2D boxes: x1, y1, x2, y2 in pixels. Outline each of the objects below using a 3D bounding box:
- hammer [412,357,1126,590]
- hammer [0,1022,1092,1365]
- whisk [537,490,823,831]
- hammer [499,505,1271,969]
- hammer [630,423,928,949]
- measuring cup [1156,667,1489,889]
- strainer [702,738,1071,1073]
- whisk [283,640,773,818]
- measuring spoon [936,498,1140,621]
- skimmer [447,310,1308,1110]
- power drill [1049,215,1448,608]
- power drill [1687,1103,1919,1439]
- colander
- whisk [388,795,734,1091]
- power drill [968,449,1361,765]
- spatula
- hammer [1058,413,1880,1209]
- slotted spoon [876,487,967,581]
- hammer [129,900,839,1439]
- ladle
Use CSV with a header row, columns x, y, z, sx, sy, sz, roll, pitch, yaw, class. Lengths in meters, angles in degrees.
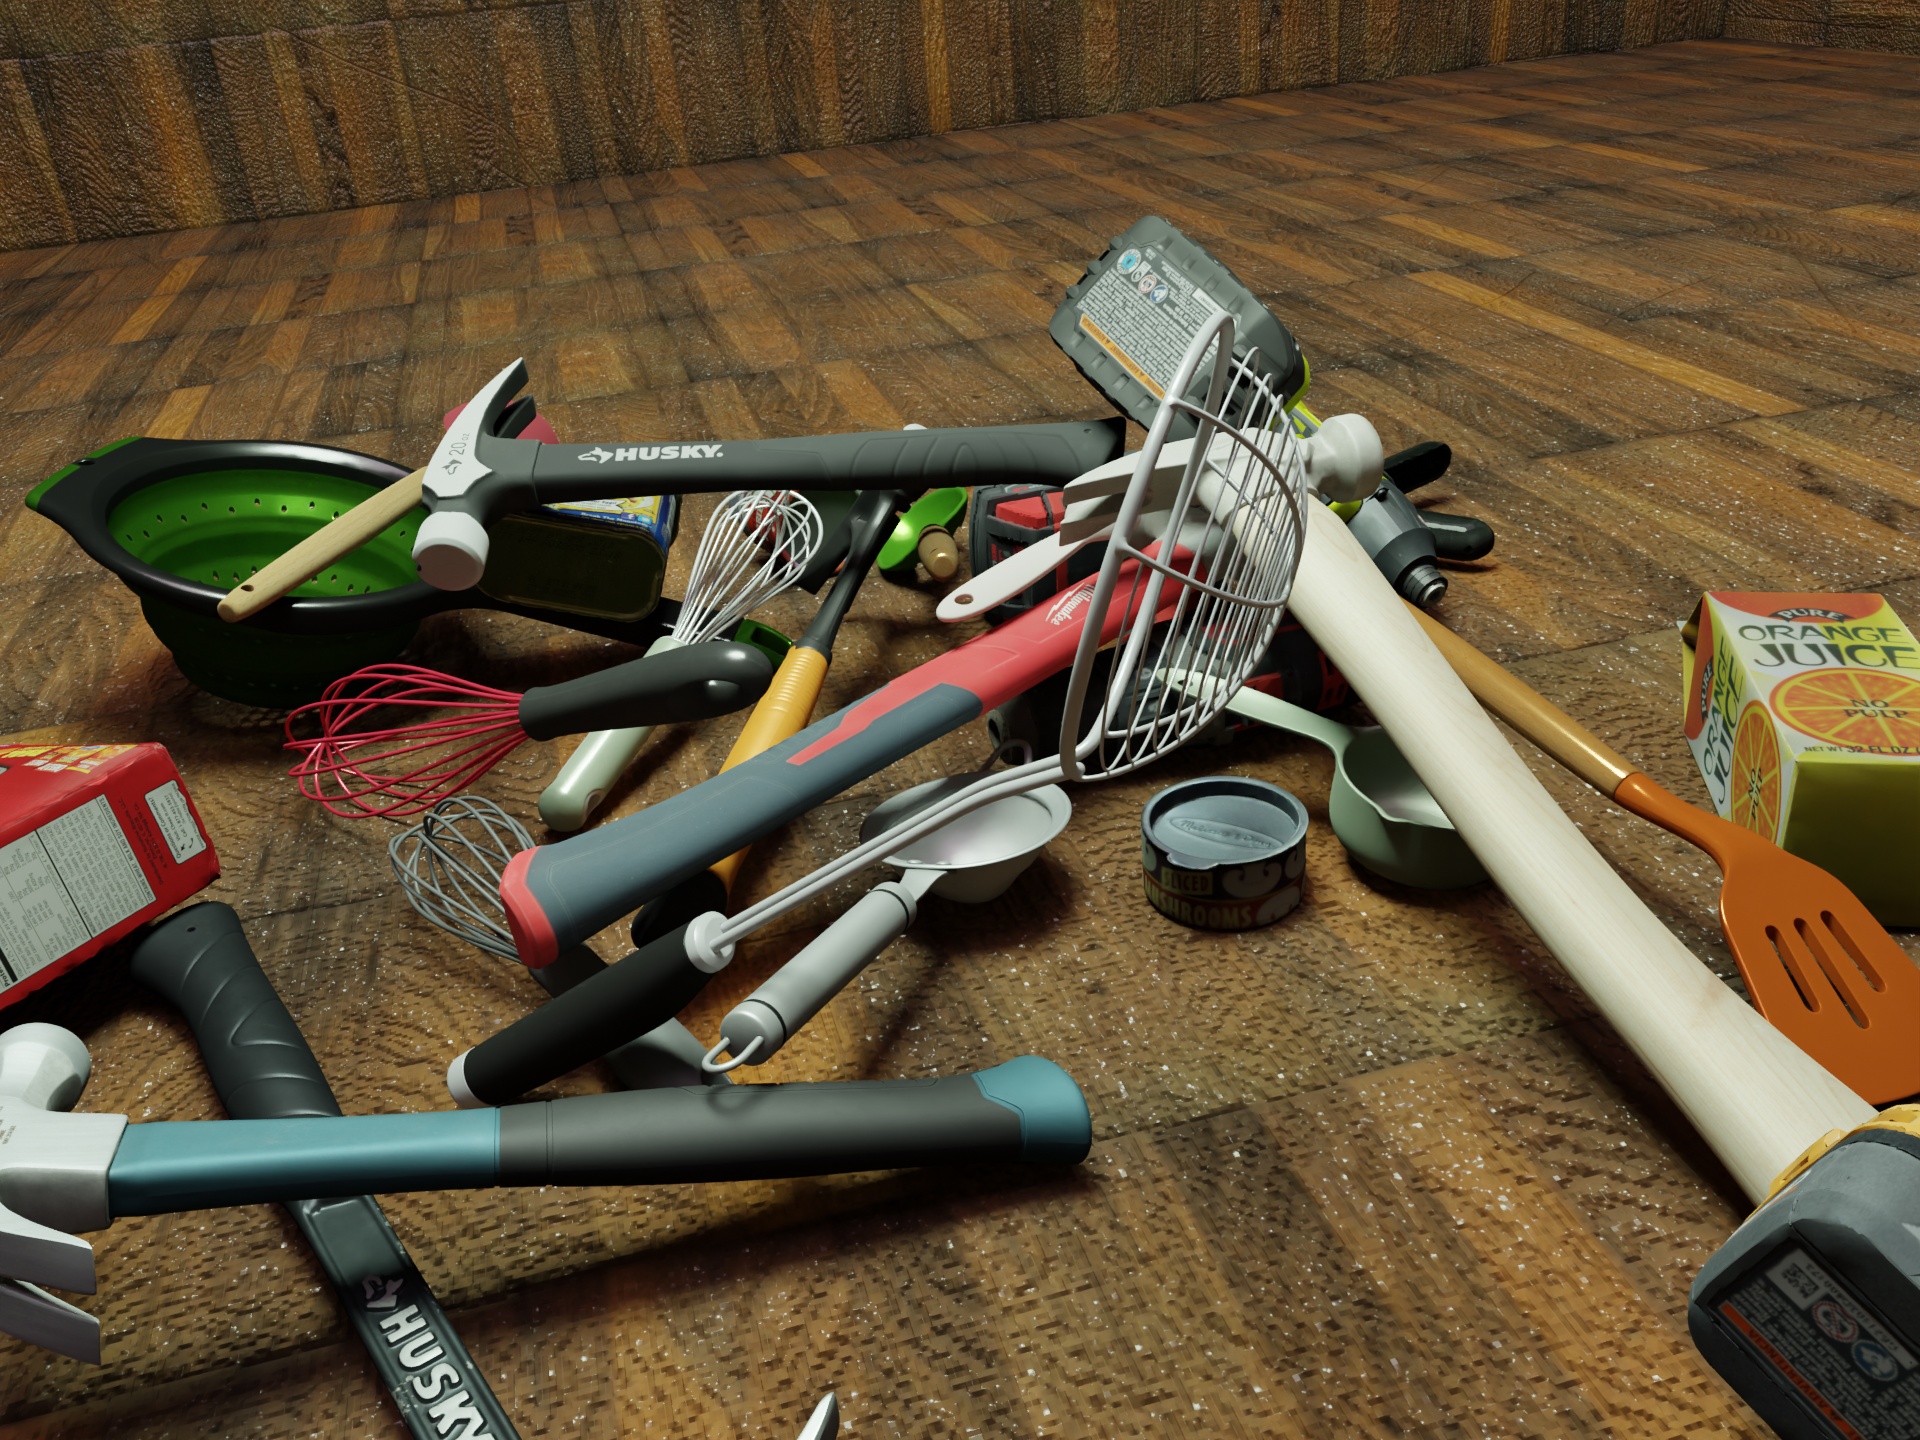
x,y,z,sx,sy,sz,roll,pitch,yaw,class
-0.085,-0.127,0.772,0.334,0.035,0.146,-3,45,-1,hammer
-0.123,0.125,0.473,0.331,0.033,0.128,0,17,-15,hammer
-0.138,-0.038,0.790,0.059,0.057,0.246,25,52,5,whisk
-0.001,-0.002,0.641,0.386,0.038,0.143,-30,43,-31,hammer
-0.081,-0.012,0.744,0.034,0.127,0.337,32,39,-10,hammer
0.152,0.021,0.664,0.168,0.038,0.083,24,37,31,measuring cup
-0.024,0.068,0.585,0.087,0.050,0.258,1,17,24,strainer
-0.196,0.000,0.691,0.296,0.073,0.073,-9,22,34,whisk
0.034,-0.076,0.690,0.034,0.018,0.124,27,47,34,measuring spoon
-0.049,0.018,0.481,0.363,0.090,0.127,-31,8,25,skimmer
0.157,-0.144,0.807,0.223,0.080,0.171,27,21,-48,power drill
0.311,0.133,0.382,0.226,0.084,0.185,-25,58,-30,power drill
-0.286,-0.050,0.862,0.397,0.094,0.205,14,28,-2,colander
-0.151,0.091,0.603,0.055,0.055,0.239,-25,39,-33,whisk
0.075,-0.052,0.800,0.188,0.080,0.227,-14,32,-16,power drill
0.240,0.021,0.620,0.081,0.041,0.323,-10,34,-22,spatula
0.174,0.021,0.563,0.146,0.038,0.411,-14,46,-14,hammer
-0.015,-0.093,0.843,0.070,0.031,0.314,-42,9,5,slotted spoon
-0.191,0.152,0.502,0.149,0.036,0.409,-22,32,-30,hammer
-0.299,-0.121,0.856,0.069,0.031,0.316,22,30,1,ladle
